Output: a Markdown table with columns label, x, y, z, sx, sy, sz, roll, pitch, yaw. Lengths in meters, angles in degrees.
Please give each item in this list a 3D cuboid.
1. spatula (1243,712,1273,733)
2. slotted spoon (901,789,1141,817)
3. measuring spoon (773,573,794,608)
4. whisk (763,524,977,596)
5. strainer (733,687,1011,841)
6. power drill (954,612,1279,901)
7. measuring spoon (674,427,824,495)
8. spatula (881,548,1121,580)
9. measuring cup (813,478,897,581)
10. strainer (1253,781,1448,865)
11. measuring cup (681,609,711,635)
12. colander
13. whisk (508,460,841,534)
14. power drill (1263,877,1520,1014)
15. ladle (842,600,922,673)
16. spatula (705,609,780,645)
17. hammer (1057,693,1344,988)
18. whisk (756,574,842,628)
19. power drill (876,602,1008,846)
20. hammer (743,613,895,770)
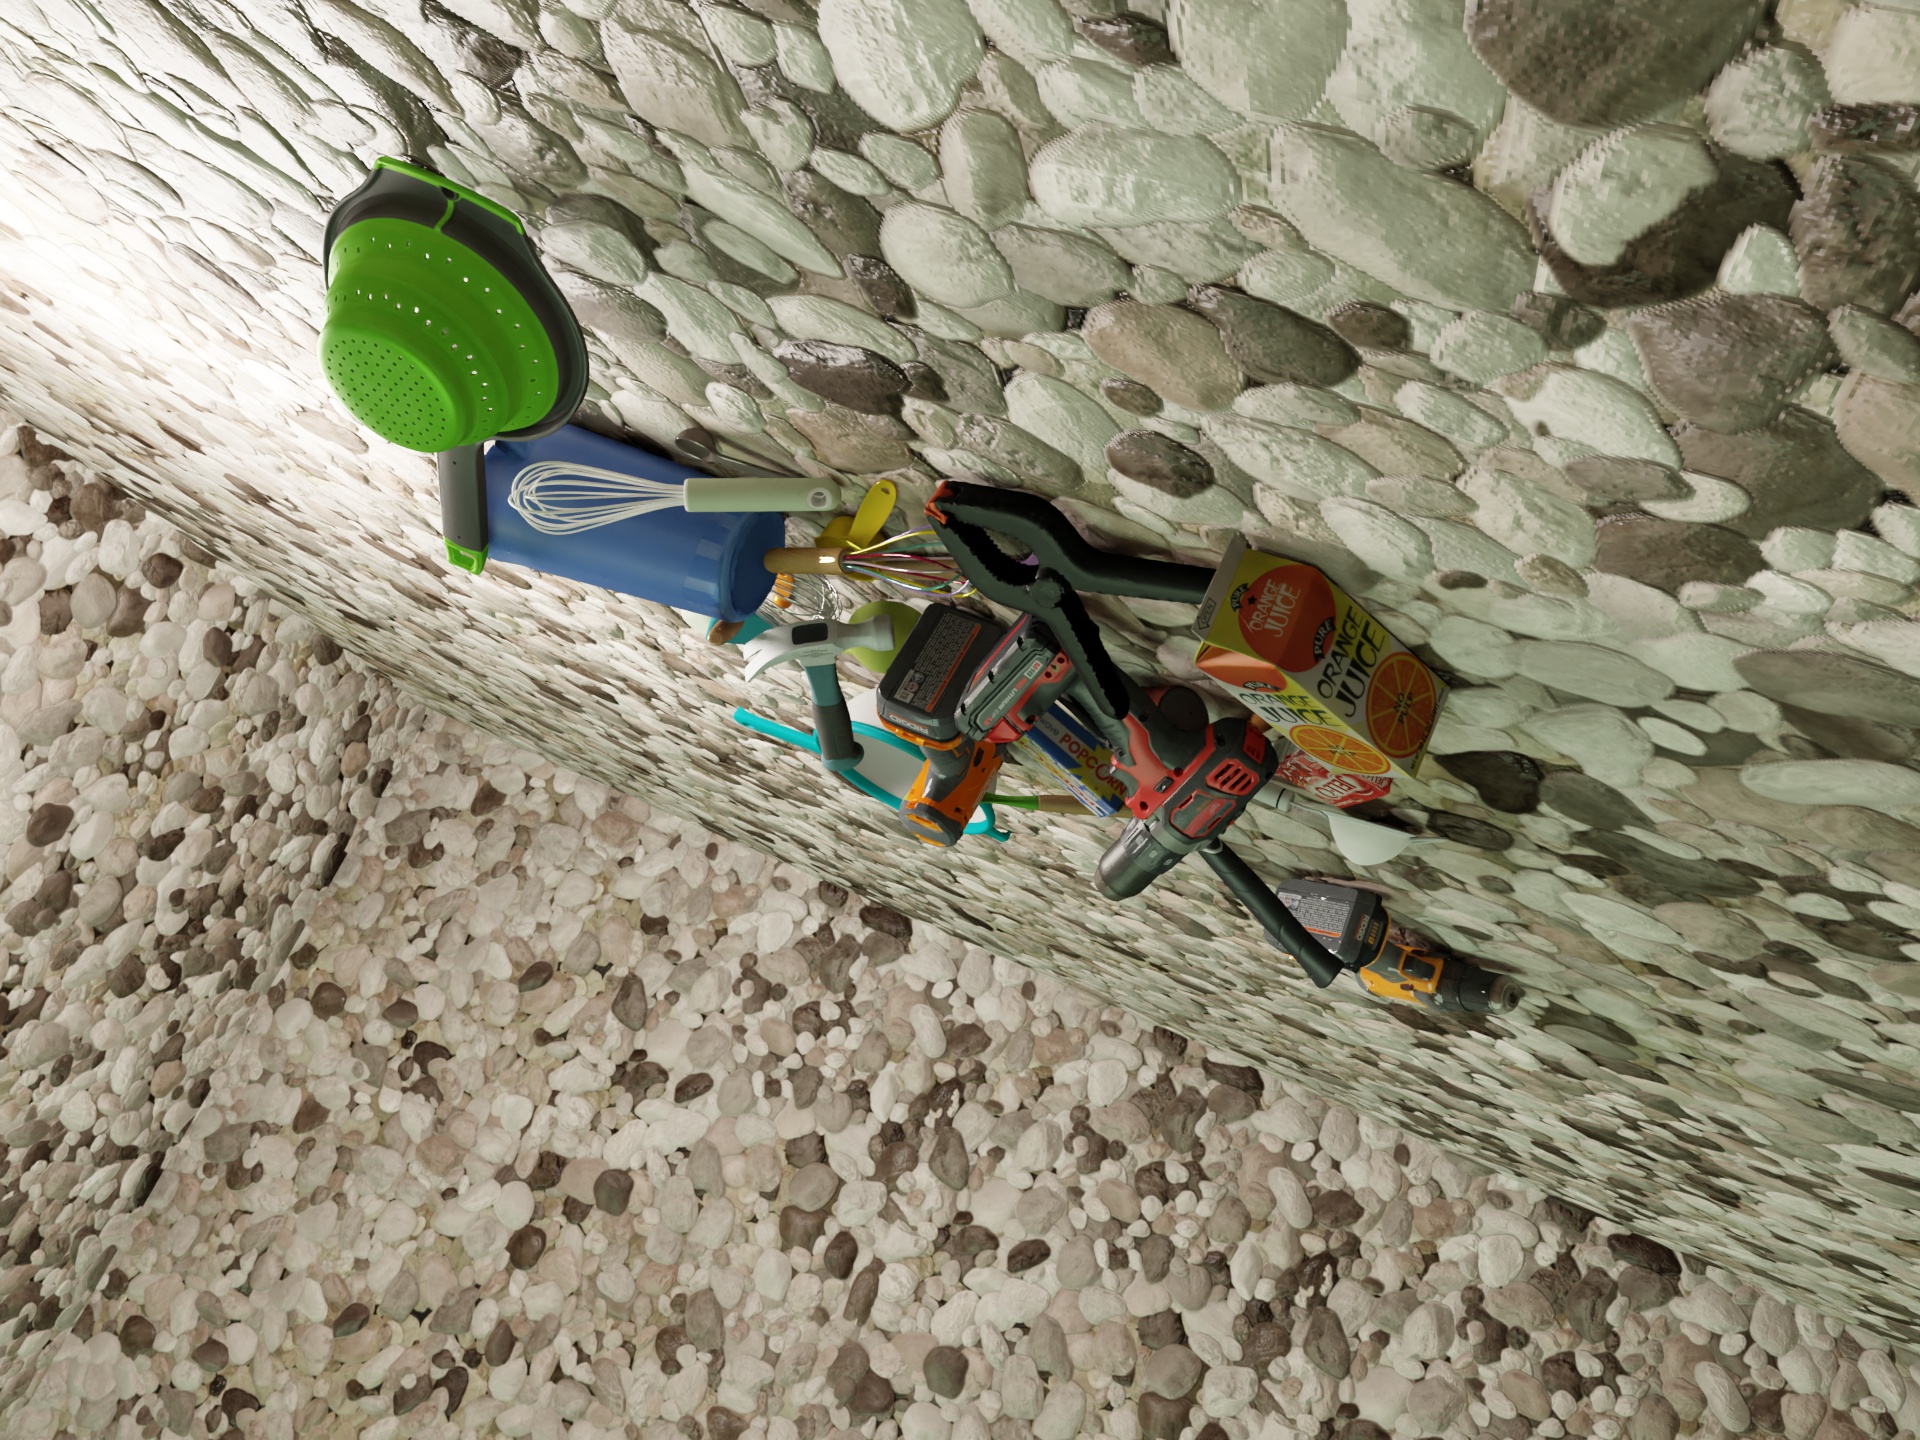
| label | x | y | z | sx | sy | sz | roll | pitch | yaw |
| --- | --- | --- | --- | --- | --- | --- | --- | --- | --- |
| spatula | 0.221 | 0.018 | 1.284 | 0.081 | 0.041 | 0.322 | 41 | 164 | 0 |
| slotted spoon | 0.100 | 0.080 | 1.538 | 0.313 | 0.031 | 0.070 | 4 | -169 | -4 |
| measuring spoon | -0.170 | -0.125 | 1.514 | 0.021 | 0.011 | 0.117 | 26 | 166 | -1 |
| whisk | -0.071 | -0.117 | 1.211 | 0.245 | 0.051 | 0.047 | 7 | 154 | 46 |
| strainer | -0.093 | 0.010 | 1.694 | 0.340 | 0.095 | 0.210 | 18 | 158 | 31 |
| power drill | 0.106 | 0.029 | 1.230 | 0.226 | 0.080 | 0.188 | 36 | 121 | -7 |
| measuring spoon | -0.161 | -0.201 | 1.231 | 0.124 | 0.018 | 0.034 | 19 | 166 | -2 |
| spatula | 0.023 | -0.115 | 1.200 | 0.059 | 0.018 | 0.316 | 38 | 161 | -36 |
| measuring cup | -0.069 | -0.155 | 1.224 | 0.062 | 0.029 | 0.156 | 31 | 154 | -6 |
| strainer | 0.289 | 0.074 | 1.377 | 0.258 | 0.050 | 0.086 | 23 | 180 | 24 |
| measuring cup | -0.262 | -0.098 | 1.717 | 0.083 | 0.038 | 0.167 | 26 | 164 | 2 |
| colander | -0.383 | -0.208 | 1.150 | 0.204 | 0.095 | 0.396 | 24 | 145 | 2 |
| whisk | -0.212 | -0.169 | 1.190 | 0.246 | 0.057 | 0.059 | -1 | -149 | -6 |
| power drill | 0.444 | 0.242 | 1.628 | 0.226 | 0.084 | 0.185 | 30 | 166 | -33 |
| ladle | -0.116 | -0.084 | 1.536 | 0.078 | 0.062 | 0.320 | 30 | 172 | -24 |
| spatula | -0.201 | -0.076 | 1.414 | 0.082 | 0.044 | 0.317 | 5 | -173 | -3 |
| hammer | 0.200 | 0.095 | 1.402 | 0.408 | 0.036 | 0.149 | 46 | 161 | -14 |
| whisk | -0.228 | -0.151 | 1.450 | 0.285 | 0.070 | 0.070 | 27 | 167 | 17 |
| power drill | -0.002 | -0.005 | 1.413 | 0.084 | 0.164 | 0.226 | 22 | 153 | 17 |
| hammer | -0.118 | -0.017 | 1.439 | 0.128 | 0.033 | 0.330 | -5 | 161 | -2 |
